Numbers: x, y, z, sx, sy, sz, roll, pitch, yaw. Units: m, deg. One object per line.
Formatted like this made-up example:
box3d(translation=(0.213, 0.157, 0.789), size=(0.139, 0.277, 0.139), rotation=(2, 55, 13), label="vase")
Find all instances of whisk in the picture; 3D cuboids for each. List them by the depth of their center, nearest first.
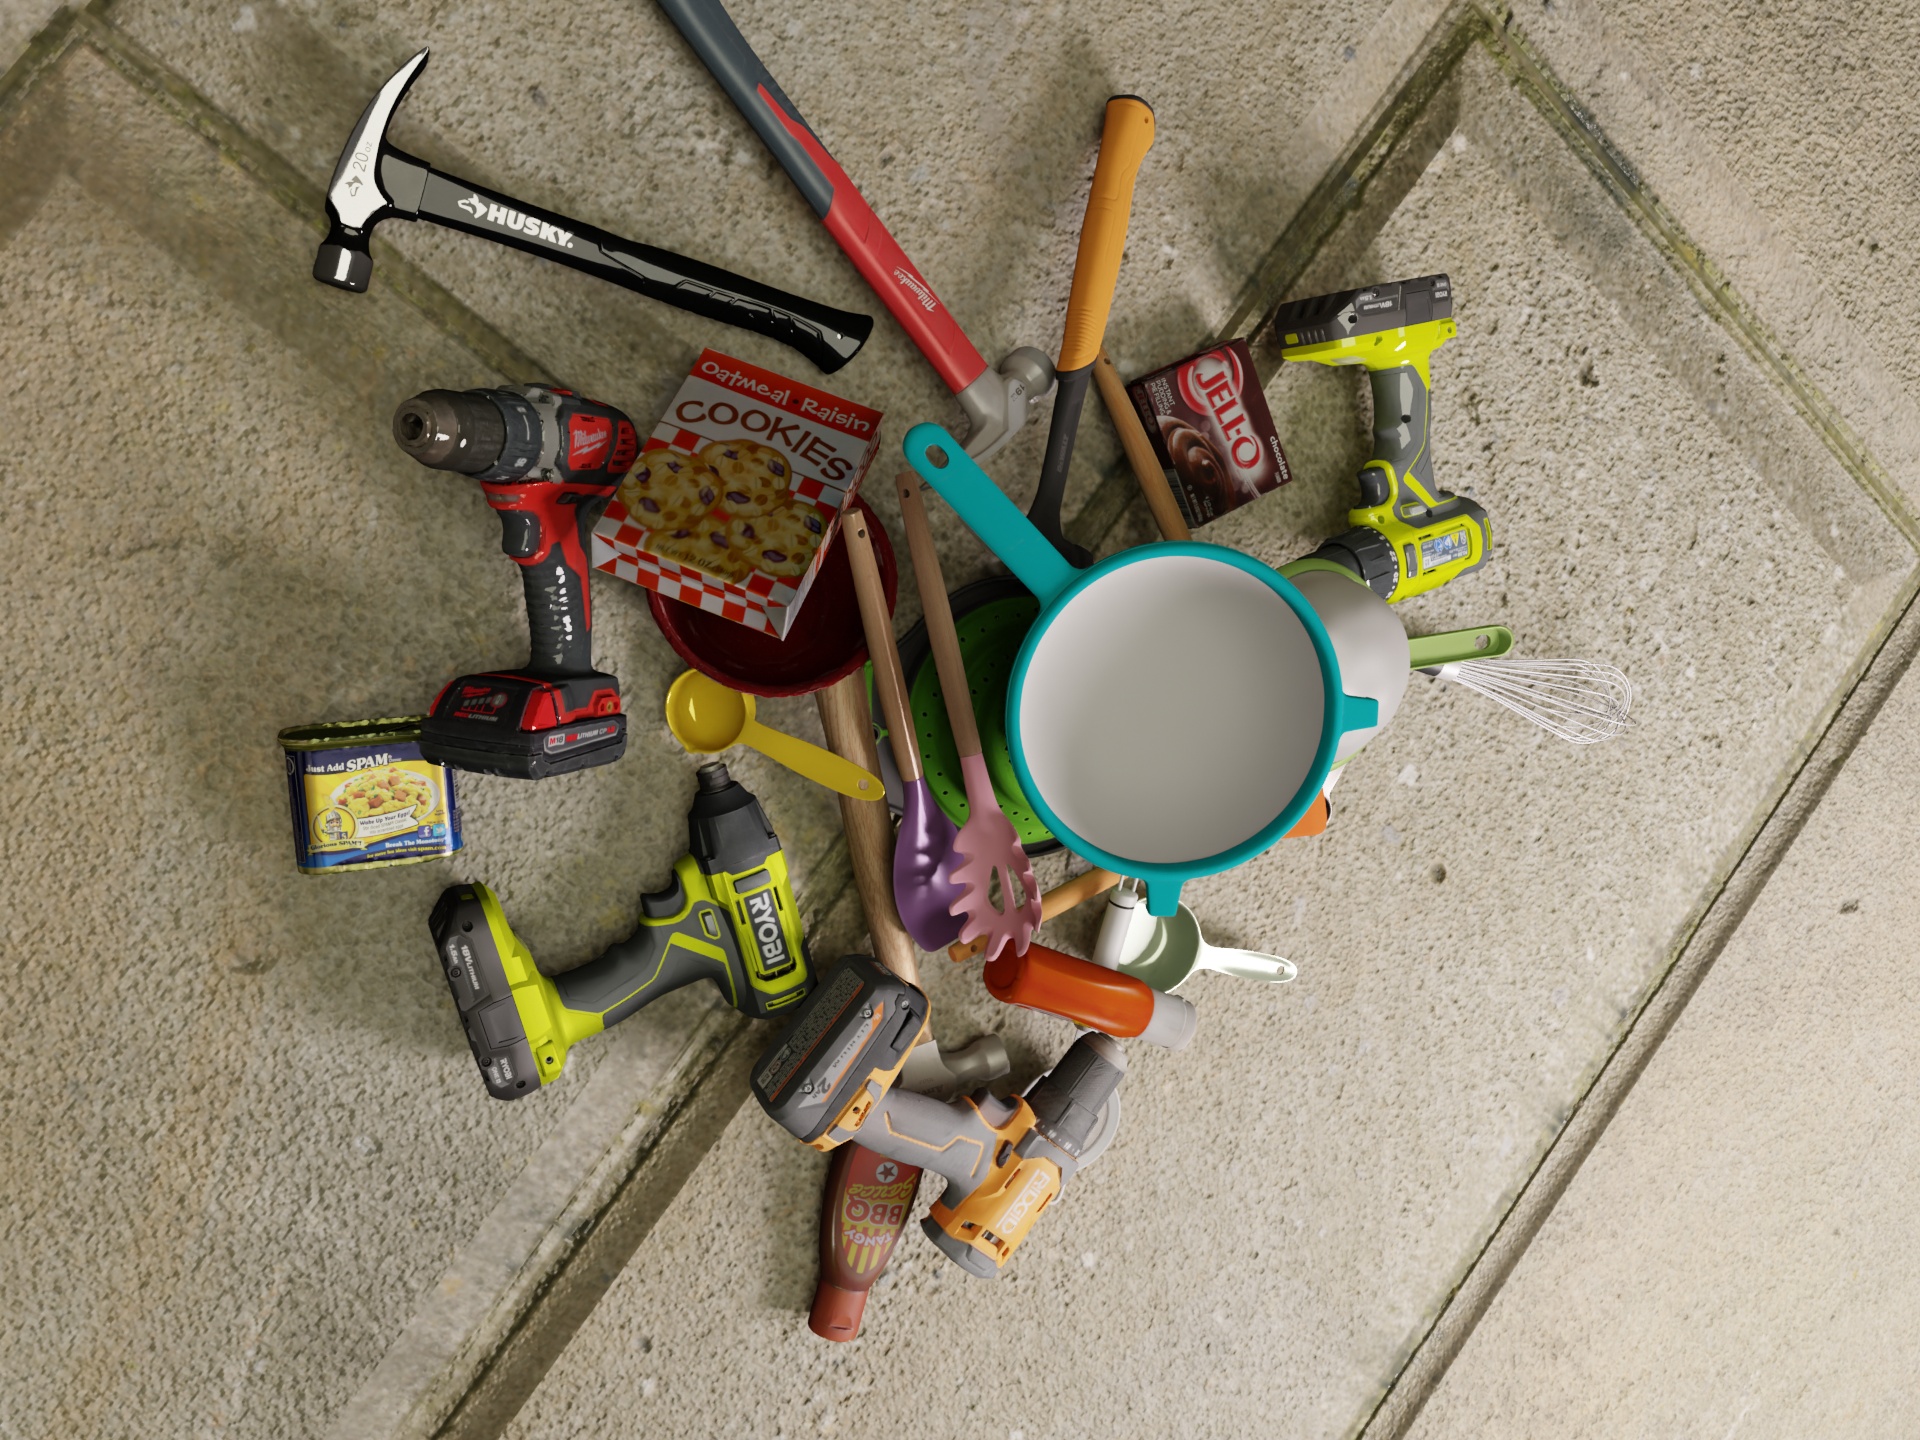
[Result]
box3d(translation=(0.405, -0.036, 1.242), size=(0.284, 0.070, 0.070), rotation=(14, 92, -16), label="whisk")

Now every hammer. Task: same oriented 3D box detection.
box3d(translation=(-0.212, -0.292, 0.988), size=(0.334, 0.035, 0.146), rotation=(14, 93, -21), label="hammer")
box3d(translation=(-0.092, -0.327, 1.005), size=(0.386, 0.038, 0.143), rotation=(51, 53, -16), label="hammer")
box3d(translation=(0.078, -0.262, 1.062), size=(0.127, 0.034, 0.337), rotation=(22, 78, -55), label="hammer")
box3d(translation=(-0.055, 0.120, 1.082), size=(0.130, 0.031, 0.331), rotation=(-16, 110, -16), label="hammer")

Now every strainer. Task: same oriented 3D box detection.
box3d(translation=(0.083, -0.056, 0.997), size=(0.211, 0.095, 0.340), rotation=(-44, 101, 2), label="strainer")
box3d(translation=(0.300, -0.040, 1.092), size=(0.256, 0.069, 0.151), rotation=(-9, 100, -26), label="strainer")
box3d(translation=(0.090, 0.223, 1.144), size=(0.086, 0.050, 0.258), rotation=(9, 105, -21), label="strainer")

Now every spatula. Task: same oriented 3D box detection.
box3d(translation=(-0.038, 0.014, 1.018), size=(0.060, 0.018, 0.315), rotation=(-27, 119, -29), label="spatula")
box3d(translation=(0.131, 0.102, 1.148), size=(0.322, 0.041, 0.081), rotation=(-24, 107, -26), label="spatula")

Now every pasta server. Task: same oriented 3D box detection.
box3d(translation=(-0.002, -0.003, 1.019), size=(0.060, 0.040, 0.316), rotation=(-11, 97, 18), label="pasta server")

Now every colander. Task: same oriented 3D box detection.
box3d(translation=(0.131, -0.005, 1.119), size=(0.397, 0.094, 0.204), rotation=(-6, 99, -19), label="colander")

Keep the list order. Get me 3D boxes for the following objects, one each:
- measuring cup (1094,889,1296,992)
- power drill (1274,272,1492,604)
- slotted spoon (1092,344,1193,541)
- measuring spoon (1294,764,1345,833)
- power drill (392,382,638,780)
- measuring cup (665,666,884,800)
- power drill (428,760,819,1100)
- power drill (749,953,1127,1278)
box3d(translation=(0.175, 0.172, 1.192), size=(0.167, 0.038, 0.083), rotation=(14, 92, -23), label="measuring cup")
box3d(translation=(0.296, -0.195, 1.150), size=(0.190, 0.080, 0.228), rotation=(-18, 104, -33), label="power drill")
box3d(translation=(0.154, -0.118, 1.108), size=(0.070, 0.031, 0.314), rotation=(-21, 87, -38), label="slotted spoon")
box3d(translation=(0.284, 0.028, 1.214), size=(0.034, 0.018, 0.124), rotation=(21, 98, -17), label="measuring spoon")
box3d(translation=(-0.261, -0.083, 0.926), size=(0.080, 0.188, 0.226), rotation=(7, 98, 19), label="power drill")
box3d(translation=(-0.117, 0.013, 1.031), size=(0.156, 0.029, 0.062), rotation=(25, 103, 7), label="measuring cup")
box3d(translation=(-0.216, 0.135, 1.023), size=(0.223, 0.080, 0.171), rotation=(-19, 104, -21), label="power drill")
box3d(translation=(-0.003, 0.247, 1.064), size=(0.226, 0.084, 0.185), rotation=(42, 83, -24), label="power drill")
